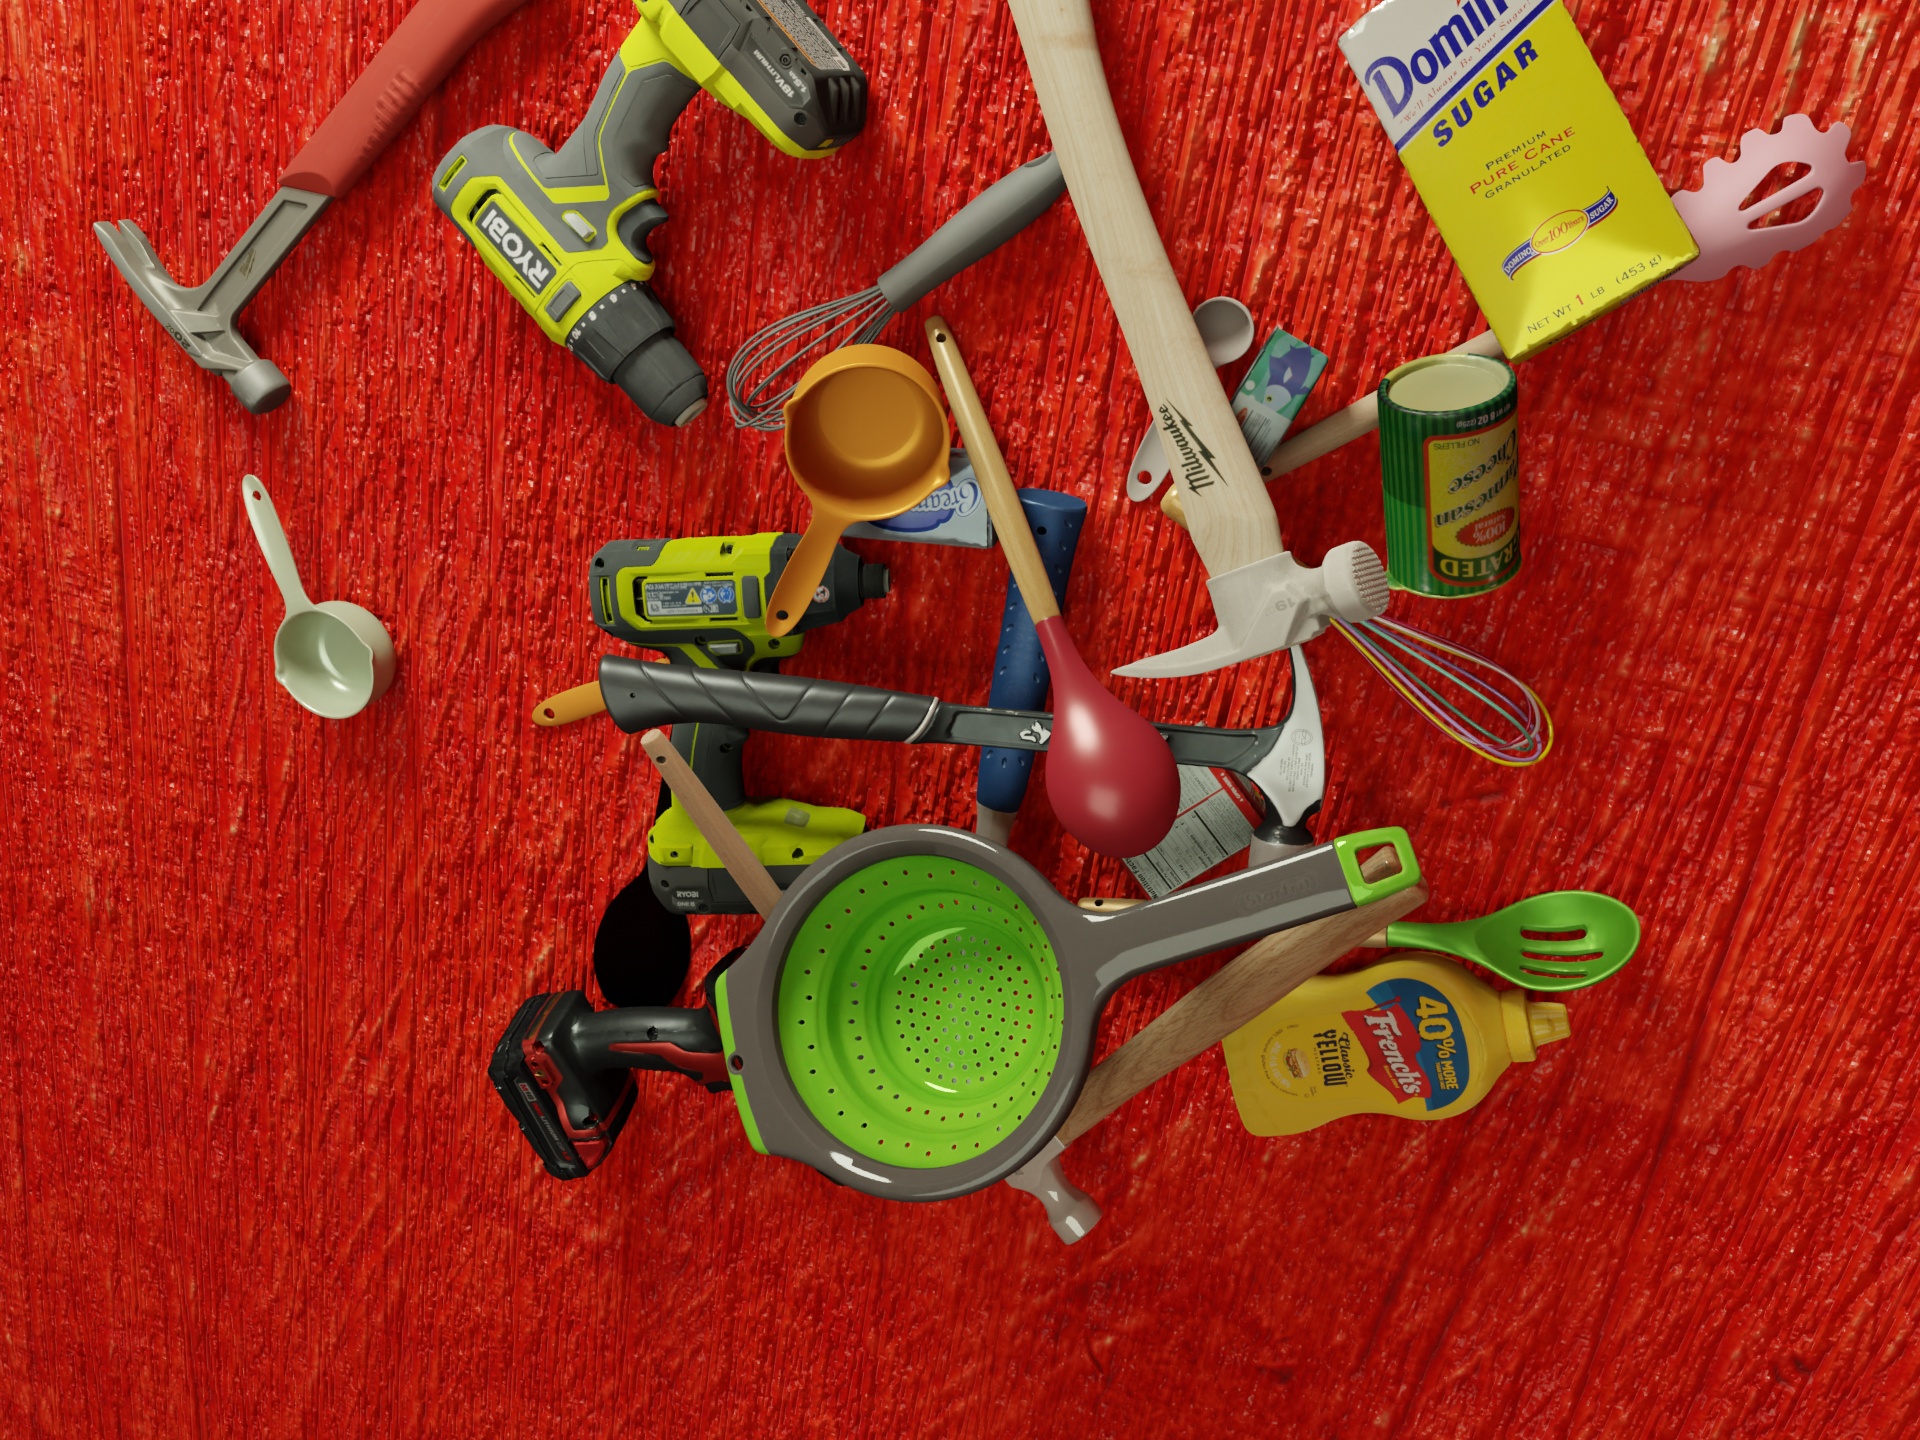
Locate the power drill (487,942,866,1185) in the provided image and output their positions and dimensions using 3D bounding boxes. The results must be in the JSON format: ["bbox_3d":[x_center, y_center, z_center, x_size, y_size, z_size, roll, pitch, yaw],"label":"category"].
[{"bbox_3d":[-0.179,0.248,1.073,0.227,0.080,0.187,-13,116,19],"label":"power drill"}]

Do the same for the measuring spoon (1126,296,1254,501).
[{"bbox_3d":[0.121,-0.172,0.856,0.034,0.018,0.124,30,123,5],"label":"measuring spoon"}]

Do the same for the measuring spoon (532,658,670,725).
[{"bbox_3d":[-0.232,-0.016,1.027,0.117,0.011,0.021,-17,104,23],"label":"measuring spoon"}]

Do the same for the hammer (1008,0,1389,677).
[{"bbox_3d":[0.078,-0.224,0.789,0.146,0.038,0.410,-20,89,39],"label":"hammer"}]

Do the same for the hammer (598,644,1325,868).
[{"bbox_3d":[-0.001,-0.003,0.886,0.409,0.036,0.149,6,102,4],"label":"hammer"}]

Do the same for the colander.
[{"bbox_3d":[0.061,0.138,0.889,0.397,0.094,0.205,-20,74,15],"label":"colander"}]

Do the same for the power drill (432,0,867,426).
[{"bbox_3d":[-0.160,-0.291,0.865,0.228,0.080,0.190,-39,95,29],"label":"power drill"}]

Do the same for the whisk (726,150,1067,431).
[{"bbox_3d":[-0.036,-0.233,0.866,0.239,0.055,0.055,-32,98,20],"label":"whisk"}]

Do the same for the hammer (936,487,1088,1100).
[{"bbox_3d":[0.027,0.062,0.960,0.144,0.035,0.405,15,114,12],"label":"hammer"}]

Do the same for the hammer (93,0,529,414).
[{"bbox_3d":[-0.366,-0.344,0.932,0.359,0.037,0.149,-36,96,26],"label":"hammer"}]

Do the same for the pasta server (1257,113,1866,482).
[{"bbox_3d":[0.281,-0.195,0.789,0.316,0.040,0.060,-27,100,29],"label":"pasta server"}]

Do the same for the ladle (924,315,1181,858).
[{"bbox_3d":[0.039,-0.077,0.850,0.069,0.031,0.315,-20,79,0],"label":"ladle"}]

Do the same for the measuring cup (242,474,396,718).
[{"bbox_3d":[-0.427,-0.084,1.050,0.083,0.038,0.167,-13,104,22],"label":"measuring cup"}]

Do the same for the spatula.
[{"bbox_3d":[-0.098,0.126,0.948,0.060,0.018,0.315,-26,119,10],"label":"spatula"}]

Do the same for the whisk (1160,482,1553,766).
[{"bbox_3d":[0.214,-0.055,0.859,0.245,0.051,0.047,36,96,7],"label":"whisk"}]

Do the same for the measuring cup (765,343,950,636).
[{"bbox_3d":[-0.068,-0.126,0.875,0.095,0.052,0.173,22,119,-15],"label":"measuring cup"}]

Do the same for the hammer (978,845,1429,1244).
[{"bbox_3d":[0.129,0.175,0.915,0.130,0.031,0.331,49,119,6],"label":"hammer"}]

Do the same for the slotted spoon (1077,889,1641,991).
[{"bbox_3d":[0.219,0.119,0.912,0.314,0.070,0.031,2,133,21],"label":"slotted spoon"}]

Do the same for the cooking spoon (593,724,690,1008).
[{"bbox_3d":[-0.192,0.064,1.040,0.069,0.017,0.318,19,115,7],"label":"cooking spoon"}]

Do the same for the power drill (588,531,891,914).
[{"bbox_3d":[-0.122,0.000,0.955,0.171,0.080,0.223,-1,109,6],"label":"power drill"}]
